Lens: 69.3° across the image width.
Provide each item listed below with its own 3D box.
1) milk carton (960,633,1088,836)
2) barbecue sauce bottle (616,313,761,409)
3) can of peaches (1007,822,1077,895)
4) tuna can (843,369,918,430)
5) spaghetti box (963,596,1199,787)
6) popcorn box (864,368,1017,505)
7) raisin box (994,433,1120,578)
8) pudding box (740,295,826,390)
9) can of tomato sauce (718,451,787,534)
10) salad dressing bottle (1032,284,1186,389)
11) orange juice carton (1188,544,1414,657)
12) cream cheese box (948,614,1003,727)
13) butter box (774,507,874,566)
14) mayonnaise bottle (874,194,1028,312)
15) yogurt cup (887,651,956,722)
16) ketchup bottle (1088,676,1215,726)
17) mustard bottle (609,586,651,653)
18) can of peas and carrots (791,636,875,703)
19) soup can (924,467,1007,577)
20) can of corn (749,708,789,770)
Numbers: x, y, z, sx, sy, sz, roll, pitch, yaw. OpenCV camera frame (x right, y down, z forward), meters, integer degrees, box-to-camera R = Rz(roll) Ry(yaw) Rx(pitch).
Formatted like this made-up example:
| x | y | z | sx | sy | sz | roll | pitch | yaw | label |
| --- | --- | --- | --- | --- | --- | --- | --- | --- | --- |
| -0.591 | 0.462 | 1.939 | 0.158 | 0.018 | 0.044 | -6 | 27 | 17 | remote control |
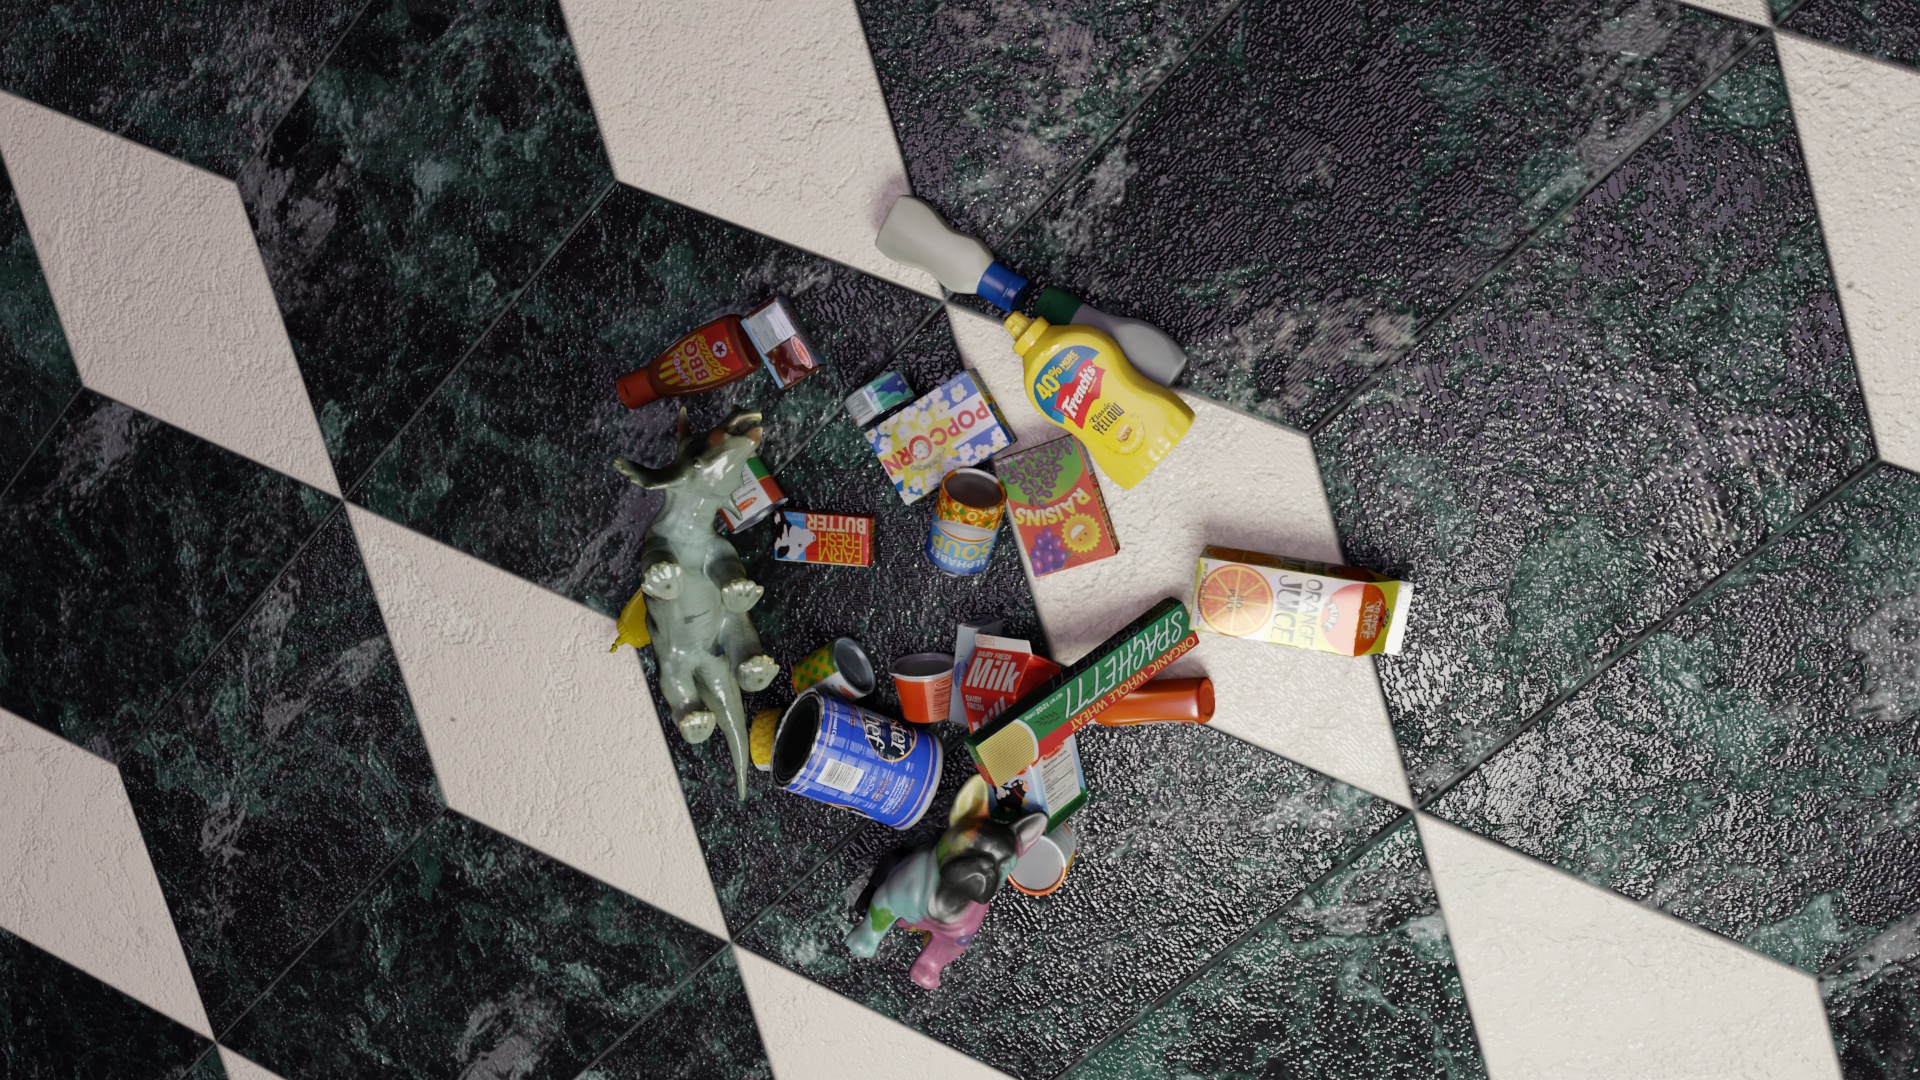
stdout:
| x | y | z | sx | sy | sz | roll | pitch | yaw | label |
| --- | --- | --- | --- | --- | --- | --- | --- | --- | --- |
| 0.059 | 0.181 | 1.347 | 0.072 | 0.074 | 0.190 | 3 | 112 | 42 | milk carton |
| -0.281 | -0.177 | 1.423 | 0.148 | 0.044 | 0.065 | -20 | 94 | 18 | barbecue sauce bottle |
| 0.078 | 0.317 | 1.398 | 0.071 | 0.058 | 0.071 | 2 | 99 | 14 | can of peaches |
| -0.077 | -0.139 | 1.364 | 0.071 | 0.071 | 0.033 | -30 | 90 | 18 | tuna can |
| 0.117 | 0.139 | 1.298 | 0.251 | 0.029 | 0.050 | -33 | 112 | -17 | spaghetti box |
| -0.019 | -0.102 | 1.367 | 0.126 | 0.038 | 0.085 | -30 | 91 | 18 | popcorn box |
| 0.095 | -0.035 | 1.346 | 0.086 | 0.040 | 0.123 | -18 | 95 | 16 | raisin box |
| -0.179 | -0.199 | 1.399 | 0.049 | 0.030 | 0.083 | -31 | 90 | 17 | pudding box |
| -0.226 | -0.059 | 1.417 | 0.071 | 0.071 | 0.083 | -34 | 89 | 18 | can of tomato sauce |
| 0.139 | -0.190 | 1.308 | 0.148 | 0.044 | 0.064 | 32 | 113 | 9 | salad dressing bottle |
| 0.314 | 0.058 | 1.284 | 0.193 | 0.073 | 0.071 | 9 | 101 | 13 | orange juice carton |
| 0.015 | 0.129 | 1.385 | 0.024 | 0.053 | 0.103 | 12 | 102 | 29 | cream cheese box |
| -0.139 | -0.004 | 1.422 | 0.103 | 0.024 | 0.053 | 4 | 101 | 15 | butter box |
| -0.006 | -0.272 | 1.335 | 0.148 | 0.041 | 0.064 | 32 | 107 | 7 | mayonnaise bottle |
| -0.034 | 0.149 | 1.399 | 0.072 | 0.073 | 0.053 | -1 | 107 | 15 | yogurt cup |
| 0.168 | 0.157 | 1.348 | 0.148 | 0.065 | 0.043 | -6 | 89 | 25 | ketchup bottle |
| -0.317 | 0.069 | 1.470 | 0.160 | 0.049 | 0.065 | -38 | 92 | 18 | mustard bottle |
| -0.130 | 0.138 | 1.422 | 0.058 | 0.071 | 0.071 | -31 | 90 | 22 | can of peas and carrots |
| 0.005 | -0.017 | 1.342 | 0.071 | 0.072 | 0.083 | 23 | 130 | 10 | soup can |
| -0.180 | 0.205 | 1.446 | 0.058 | 0.071 | 0.071 | -2 | 99 | 16 | can of corn |
